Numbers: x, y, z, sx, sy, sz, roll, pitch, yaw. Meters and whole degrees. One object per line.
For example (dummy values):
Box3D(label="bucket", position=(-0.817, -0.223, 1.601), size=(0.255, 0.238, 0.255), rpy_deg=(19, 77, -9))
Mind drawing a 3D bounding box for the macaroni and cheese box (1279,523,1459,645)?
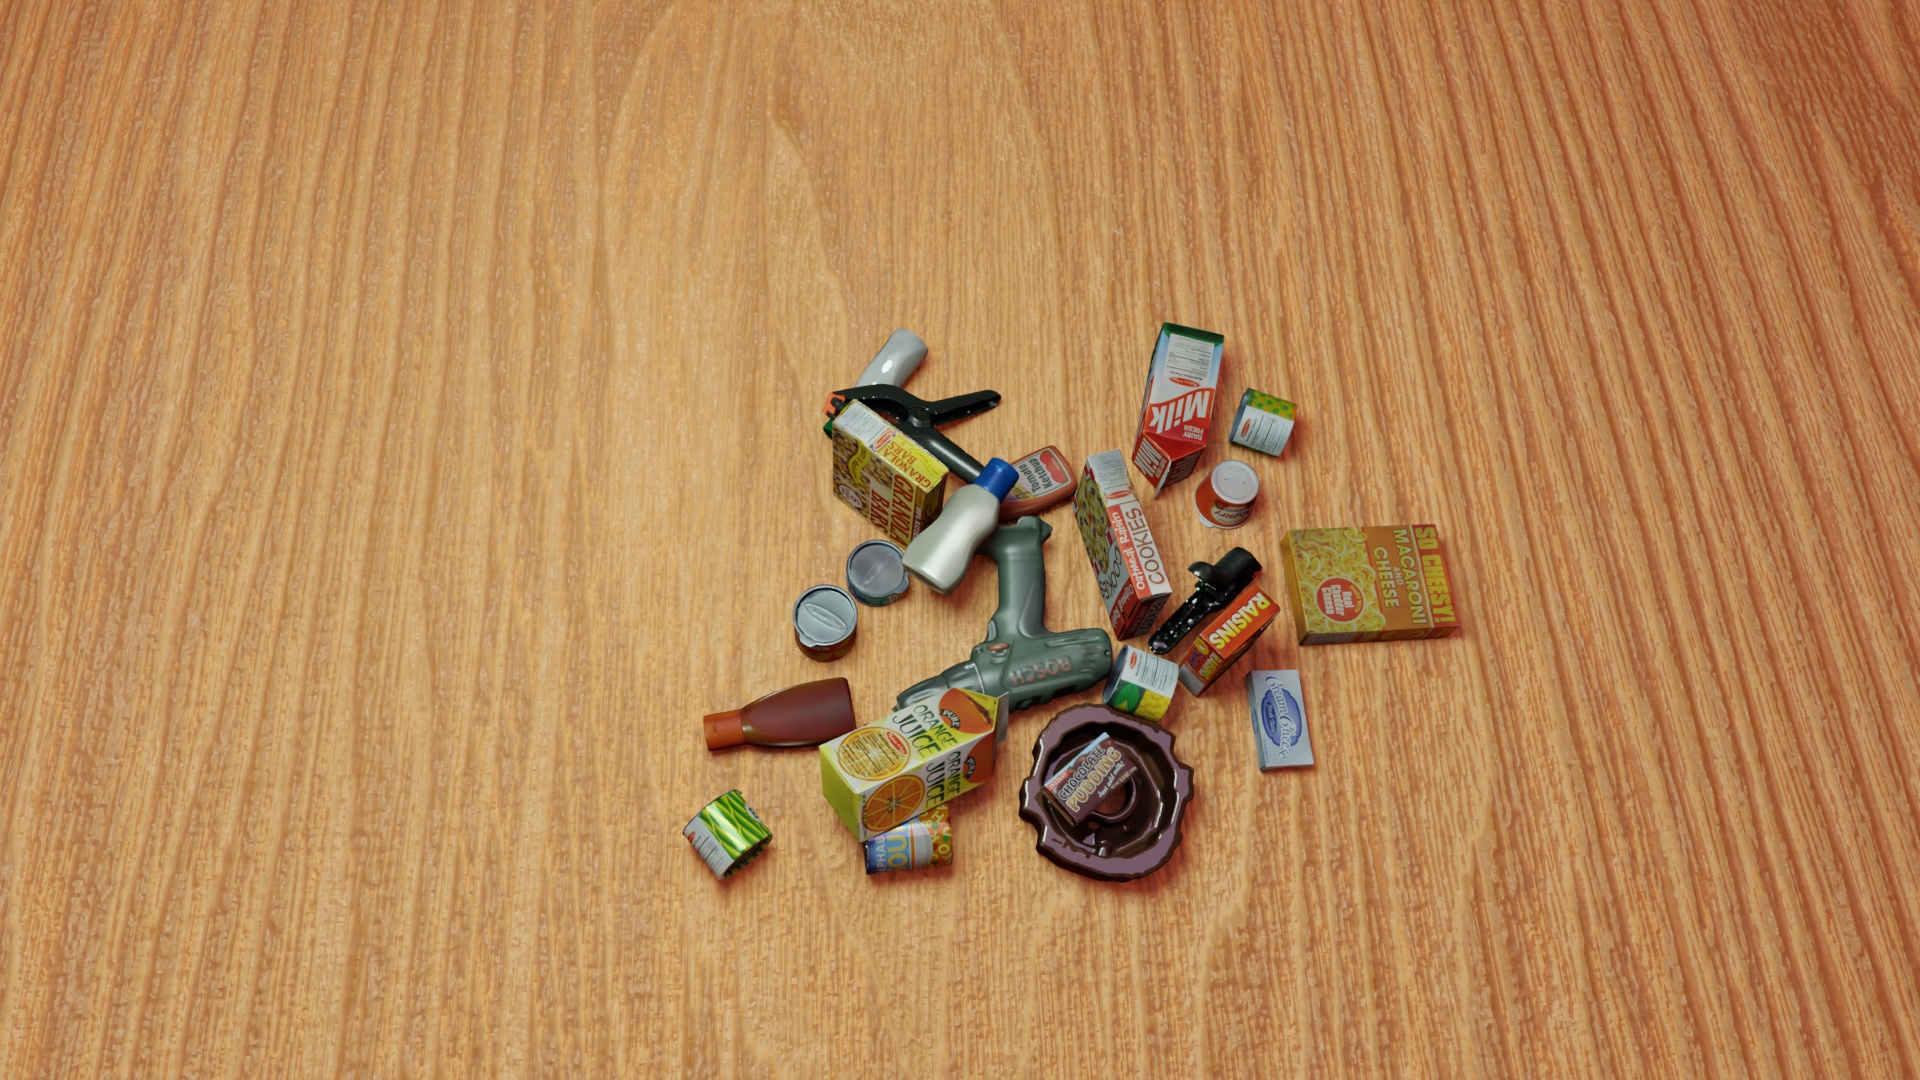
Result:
Box3D(label="macaroni and cheese box", position=(0.442, 0.047, 1.508), size=(0.167, 0.040, 0.124), rpy_deg=(-2, 66, -5))

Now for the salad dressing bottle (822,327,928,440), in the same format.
Box3D(label="salad dressing bottle", position=(-0.096, -0.170, 1.552), size=(0.044, 0.064, 0.148), rpy_deg=(35, 75, 9))

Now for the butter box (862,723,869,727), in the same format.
Box3D(label="butter box", position=(-0.056, 0.225, 1.395), size=(0.103, 0.024, 0.053), rpy_deg=(17, 65, 3))

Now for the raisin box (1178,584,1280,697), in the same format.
Box3D(label="raisin box", position=(0.271, 0.104, 1.422), size=(0.086, 0.123, 0.040), rpy_deg=(-38, 74, -19))

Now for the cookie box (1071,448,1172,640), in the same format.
Box3D(label="cookie box", position=(0.165, 0.007, 1.457), size=(0.040, 0.122, 0.168), rpy_deg=(-13, 68, -10))

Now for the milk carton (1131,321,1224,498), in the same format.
Box3D(label="milk carton", position=(0.241, -0.143, 1.560), size=(0.073, 0.072, 0.191), rpy_deg=(13, 64, 1))

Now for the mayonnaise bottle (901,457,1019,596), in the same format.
Box3D(label="mayonnaise bottle", position=(0.005, -0.018, 1.421), size=(0.065, 0.041, 0.148), rpy_deg=(32, 75, 16))

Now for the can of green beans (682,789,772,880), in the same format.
Box3D(label="can of green beans", position=(-0.223, 0.282, 1.332), size=(0.071, 0.071, 0.058), rpy_deg=(-38, 75, -19))

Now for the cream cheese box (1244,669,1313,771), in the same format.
Box3D(label="cream cheese box", position=(0.331, 0.186, 1.444), size=(0.053, 0.024, 0.104), rpy_deg=(-2, 66, -7))

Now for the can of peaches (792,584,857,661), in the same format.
Box3D(label="can of peaches", position=(-0.141, 0.088, 1.431), size=(0.071, 0.057, 0.071), rpy_deg=(2, 67, -4))

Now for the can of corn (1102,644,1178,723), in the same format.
Box3D(label="can of corn", position=(0.184, 0.149, 1.427), size=(0.058, 0.071, 0.071), rpy_deg=(21, 66, -1))

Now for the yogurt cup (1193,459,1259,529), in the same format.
Box3D(label="yogurt cup", position=(0.297, -0.054, 1.534), size=(0.072, 0.053, 0.072), rpy_deg=(2, 65, -4))

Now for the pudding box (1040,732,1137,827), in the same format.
Box3D(label="pudding box", position=(0.124, 0.231, 1.343), size=(0.084, 0.030, 0.050), rpy_deg=(-37, 75, -18))

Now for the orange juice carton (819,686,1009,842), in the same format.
Box3D(label="orange juice carton", position=(-0.033, 0.205, 1.335), size=(0.193, 0.071, 0.073), rpy_deg=(-21, 44, -26))

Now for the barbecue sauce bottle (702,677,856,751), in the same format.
Box3D(label="barbecue sauce bottle", position=(-0.182, 0.180, 1.394), size=(0.149, 0.043, 0.065), rpy_deg=(-10, 67, -8))

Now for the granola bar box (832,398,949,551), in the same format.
Box3D(label="granola bar box", position=(-0.075, -0.061, 1.445), size=(0.124, 0.164, 0.039), rpy_deg=(37, 68, 12))

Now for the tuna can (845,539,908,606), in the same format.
Box3D(label="tuna can", position=(-0.086, 0.036, 1.472), size=(0.071, 0.032, 0.071), rpy_deg=(2, 66, -4))

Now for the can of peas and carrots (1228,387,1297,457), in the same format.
Box3D(label="can of peas and carrots", position=(0.341, -0.134, 1.568), size=(0.059, 0.070, 0.071), rpy_deg=(19, 66, 3))

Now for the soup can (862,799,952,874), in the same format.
Box3D(label="soup can", position=(-0.052, 0.286, 1.342), size=(0.084, 0.071, 0.071), rpy_deg=(-5, 67, -7))

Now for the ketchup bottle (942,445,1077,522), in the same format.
Box3D(label="ketchup bottle", position=(0.051, -0.049, 1.517), size=(0.149, 0.043, 0.065), rpy_deg=(-25, 66, -14))
